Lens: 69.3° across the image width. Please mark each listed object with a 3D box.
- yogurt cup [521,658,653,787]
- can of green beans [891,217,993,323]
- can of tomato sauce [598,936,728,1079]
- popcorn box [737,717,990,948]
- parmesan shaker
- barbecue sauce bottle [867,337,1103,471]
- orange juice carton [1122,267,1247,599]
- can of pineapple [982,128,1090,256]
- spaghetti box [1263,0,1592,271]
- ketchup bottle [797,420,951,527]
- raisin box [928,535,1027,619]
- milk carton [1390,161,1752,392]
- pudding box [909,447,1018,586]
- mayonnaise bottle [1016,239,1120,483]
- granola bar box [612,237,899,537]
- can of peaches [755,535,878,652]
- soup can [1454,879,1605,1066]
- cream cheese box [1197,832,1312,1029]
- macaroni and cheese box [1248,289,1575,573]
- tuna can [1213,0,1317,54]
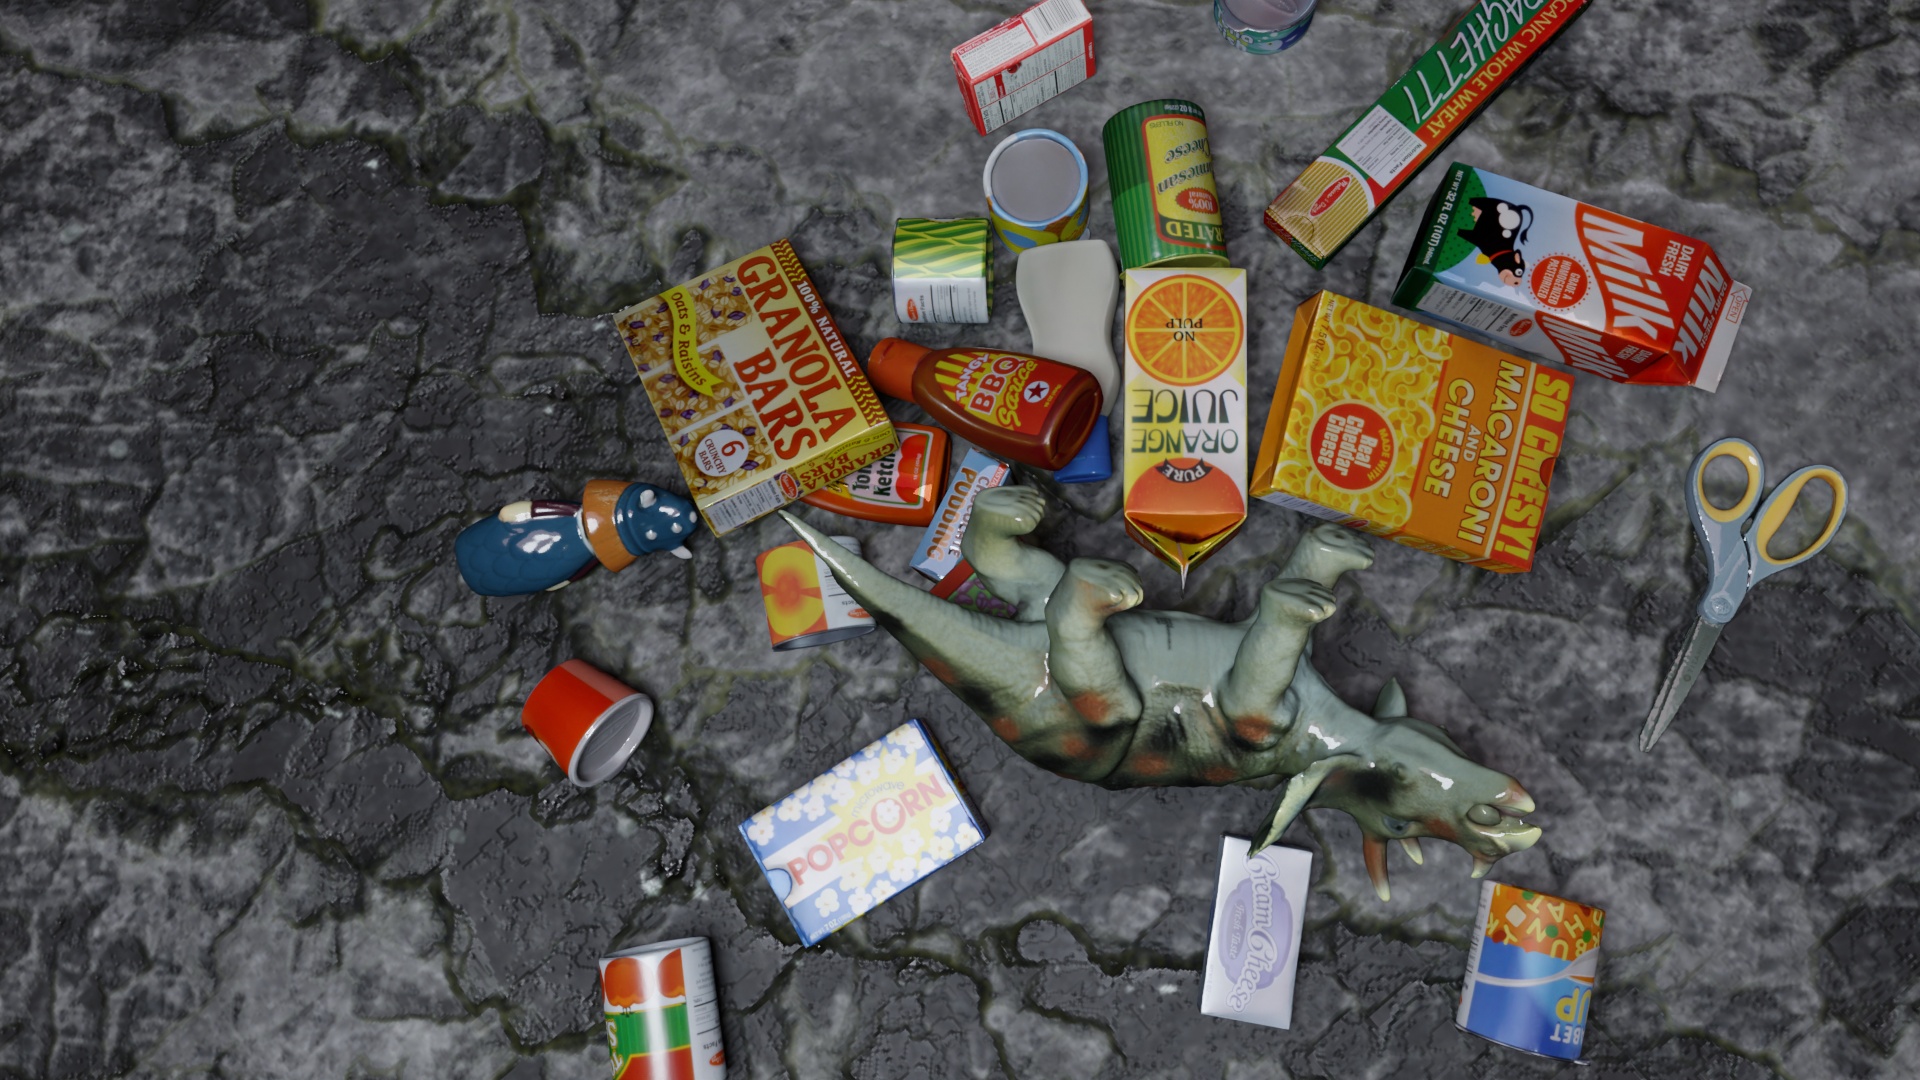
[{"bbox_3d":[-0.232,0.110,0.858,0.054,0.072,0.072,34,87,18],"label":"yogurt cup"},{"bbox_3d":[-0.010,-0.170,0.874,0.058,0.071,0.071,1,82,6],"label":"can of green beans"},{"bbox_3d":[-0.178,0.284,0.823,0.071,0.071,0.083,-10,80,5],"label":"can of tomato sauce"},{"bbox_3d":[-0.057,0.175,0.841,0.127,0.038,0.085,-32,81,0],"label":"popcorn box"},{"bbox_3d":[0.125,-0.214,0.864,0.071,0.071,0.103,-8,81,5],"label":"parmesan shaker"},{"bbox_3d":[0.010,-0.090,0.848,0.149,0.043,0.065,21,67,33],"label":"barbecue sauce bottle"},{"bbox_3d":[0.135,-0.062,0.840,0.073,0.071,0.193,0,81,7],"label":"orange juice carton"},{"bbox_3d":[0.051,-0.218,0.879,0.071,0.058,0.071,-1,82,6],"label":"can of pineapple"},{"bbox_3d":[0.297,-0.274,0.876,0.250,0.028,0.050,-44,80,-2],"label":"spaghetti box"},{"bbox_3d":[-0.083,-0.048,0.875,0.149,0.043,0.065,7,79,8],"label":"ketchup bottle"},{"bbox_3d":[0.039,0.063,0.823,0.086,0.040,0.123,-44,106,-2],"label":"raisin box"},{"bbox_3d":[0.366,-0.152,0.828,0.191,0.073,0.072,22,84,9],"label":"milk carton"},{"bbox_3d":[0.003,-0.011,0.857,0.030,0.049,0.084,26,85,11],"label":"pudding box"},{"bbox_3d":[0.071,-0.111,0.870,0.065,0.041,0.148,-5,82,13],"label":"mayonnaise bottle"},{"bbox_3d":[-0.128,-0.097,0.858,0.124,0.039,0.166,-26,60,-6],"label":"granola bar box"},{"bbox_3d":[-0.090,0.033,0.853,0.071,0.071,0.058,-13,81,4],"label":"can of peaches"},{"bbox_3d":[0.321,0.240,0.776,0.071,0.071,0.084,13,83,8],"label":"soup can"},{"bbox_3d":[0.173,0.228,0.816,0.053,0.024,0.104,8,83,6],"label":"cream cheese box"},{"bbox_3d":[0.268,-0.062,0.820,0.166,0.040,0.124,17,83,-7],"label":"macaroni and cheese box"},{"bbox_3d":[0.195,-0.349,0.896,0.071,0.033,0.071,-1,81,6],"label":"tuna can"}]
